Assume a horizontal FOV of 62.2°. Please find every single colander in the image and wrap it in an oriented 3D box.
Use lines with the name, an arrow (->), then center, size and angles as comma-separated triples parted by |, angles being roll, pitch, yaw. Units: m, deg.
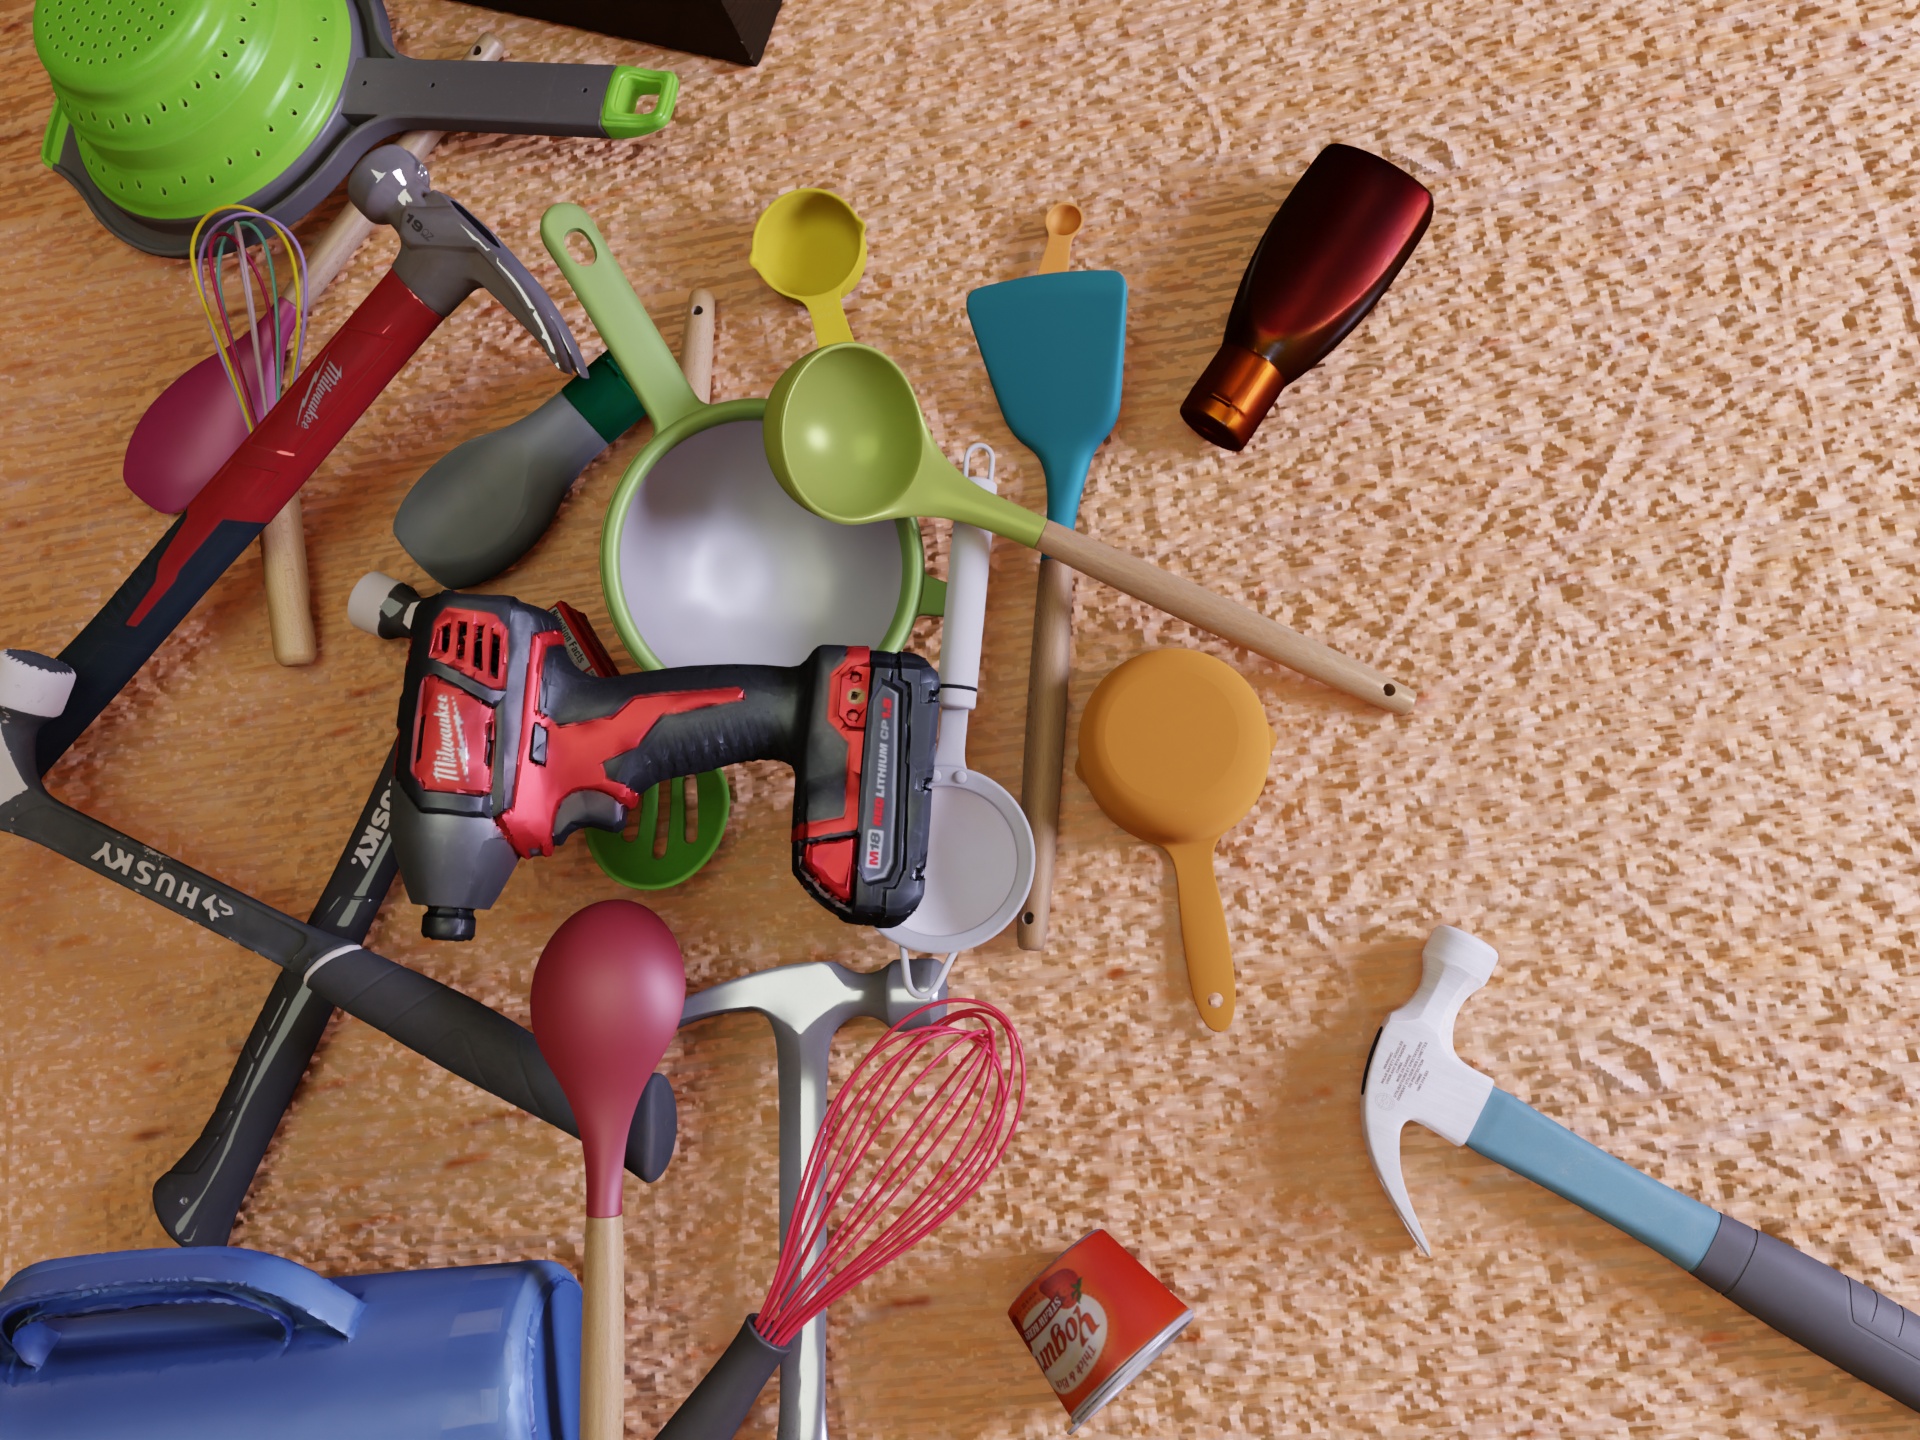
colander -> -0.343, -0.351, 0.832 | 0.397, 0.094, 0.204 | 8, 78, 16

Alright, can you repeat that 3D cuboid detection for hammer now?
hammer -> -0.354, -0.092, 0.791 | 0.386, 0.038, 0.143 | -45, 85, 11
hammer -> -0.312, 0.111, 0.741 | 0.409, 0.036, 0.149 | 24, 93, 12
hammer -> -0.300, 0.101, 0.782 | 0.146, 0.035, 0.335 | 22, 83, 14
hammer -> -0.075, 0.311, 0.700 | 0.144, 0.035, 0.406 | -3, 78, 9
hammer -> 0.318, 0.220, 0.652 | 0.331, 0.033, 0.128 | 29, 84, 14

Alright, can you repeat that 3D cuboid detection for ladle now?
ladle -> -0.150, 0.233, 0.666 | 0.069, 0.031, 0.315 | -2, 83, 8
ladle -> 0.062, -0.074, 0.707 | 0.320, 0.062, 0.078 | 24, 81, -3

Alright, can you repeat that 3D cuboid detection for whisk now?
whisk -> -0.364, -0.149, 0.828 | 0.051, 0.047, 0.245 | -9, 86, 21
whisk -> -0.069, 0.242, 0.667 | 0.073, 0.073, 0.296 | 36, 93, 14

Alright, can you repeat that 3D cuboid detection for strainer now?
strainer -> -0.124, -0.117, 0.745 | 0.151, 0.069, 0.256 | -33, 99, -16
strainer -> -0.001, -0.002, 0.736 | 0.087, 0.050, 0.258 | 5, 84, 10

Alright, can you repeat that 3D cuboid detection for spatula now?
spatula -> 0.038, -0.052, 0.749 | 0.082, 0.044, 0.317 | -1, 80, 24

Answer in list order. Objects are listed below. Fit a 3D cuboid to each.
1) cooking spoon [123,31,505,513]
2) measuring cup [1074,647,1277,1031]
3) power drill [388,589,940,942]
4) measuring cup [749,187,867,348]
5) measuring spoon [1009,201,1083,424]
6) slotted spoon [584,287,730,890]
cooking spoon -> -0.350, -0.248, 0.868 | 0.069, 0.017, 0.319 | 35, 87, 12
measuring cup -> 0.102, 0.051, 0.712 | 0.095, 0.052, 0.174 | -9, 75, 8
power drill -> -0.124, 0.027, 0.665 | 0.219, 0.078, 0.143 | 6, 82, -7
measuring cup -> -0.062, -0.192, 0.810 | 0.062, 0.029, 0.156 | -16, 88, 6
measuring spoon -> 0.043, -0.203, 0.798 | 0.021, 0.011, 0.117 | 11, 84, 12
slotted spoon -> -0.141, -0.070, 0.793 | 0.070, 0.031, 0.314 | 2, 77, 2
